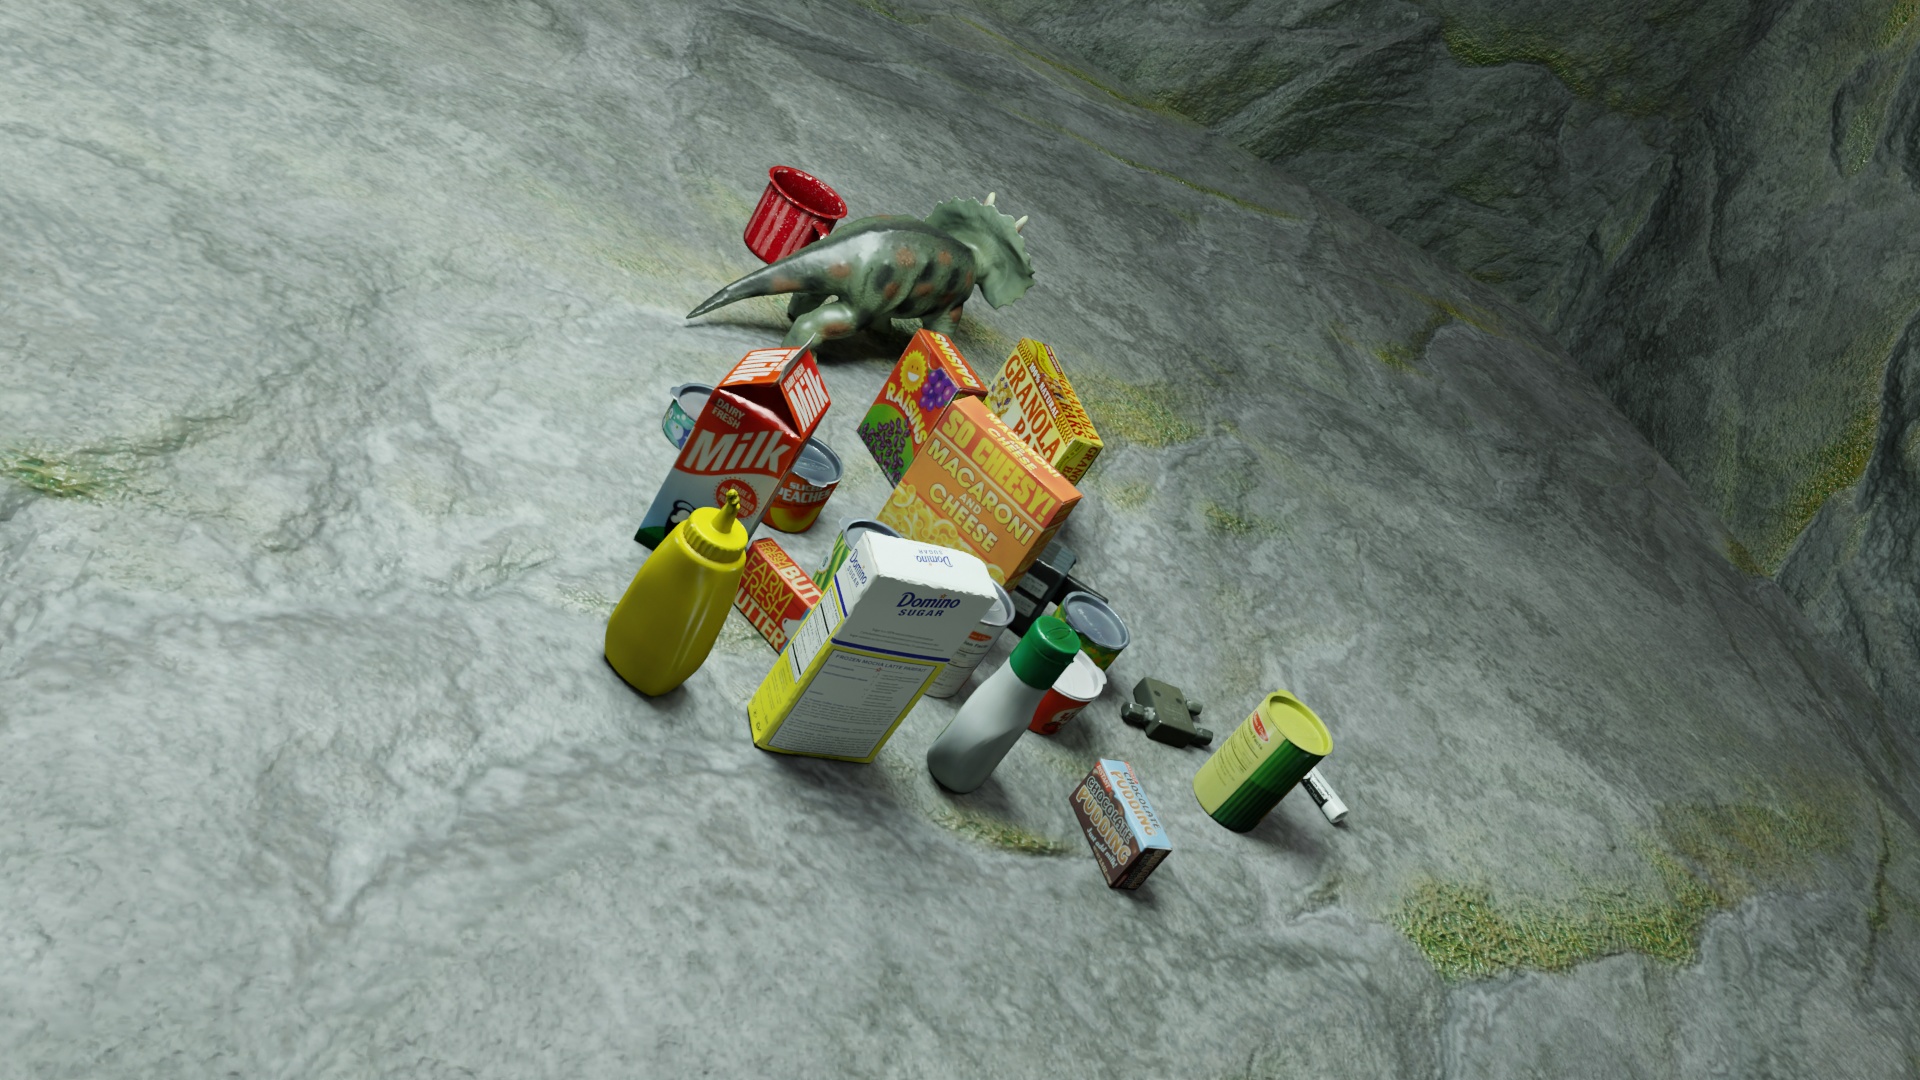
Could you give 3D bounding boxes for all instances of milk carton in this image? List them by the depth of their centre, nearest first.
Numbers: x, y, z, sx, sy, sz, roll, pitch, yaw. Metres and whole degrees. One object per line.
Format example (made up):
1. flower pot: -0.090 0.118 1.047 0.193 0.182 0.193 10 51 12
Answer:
1. milk carton: -0.157 -0.065 1.005 0.073 0.189 0.073 32 29 -5

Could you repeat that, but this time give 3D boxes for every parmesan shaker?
1. parmesan shaker: 0.247 0.181 1.145 0.071 0.102 0.072 26 31 -16

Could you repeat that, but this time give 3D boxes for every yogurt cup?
1. yogurt cup: 0.071 0.118 1.109 0.072 0.053 0.073 26 31 -16

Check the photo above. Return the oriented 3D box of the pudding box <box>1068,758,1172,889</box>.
1. pudding box: 0.118 0.209 1.028 0.030 0.049 0.084 13 36 -34

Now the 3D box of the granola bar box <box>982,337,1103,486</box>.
1. granola bar box: 0.067 -0.100 1.350 0.039 0.123 0.166 16 35 -31

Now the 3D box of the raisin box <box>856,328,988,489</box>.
1. raisin box: -0.037 -0.118 1.272 0.040 0.122 0.086 5 41 -42

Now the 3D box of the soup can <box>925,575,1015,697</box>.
1. soup can: -0.007 0.068 1.071 0.071 0.083 0.072 26 31 -16

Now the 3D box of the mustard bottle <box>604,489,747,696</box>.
1. mustard bottle: -0.172 0.028 0.884 0.065 0.159 0.049 41 30 10

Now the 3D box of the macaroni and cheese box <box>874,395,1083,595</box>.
1. macaroni and cheese box: 0.004 -0.014 1.118 0.124 0.165 0.040 44 30 15

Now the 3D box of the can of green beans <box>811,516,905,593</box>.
1. can of green beans: -0.076 0.025 1.090 0.071 0.057 0.071 26 31 -16

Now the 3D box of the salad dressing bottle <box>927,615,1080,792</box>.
1. salad dressing bottle: 0.031 0.115 0.976 0.064 0.147 0.044 -10 52 -52

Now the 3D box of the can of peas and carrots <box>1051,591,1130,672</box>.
1. can of peas and carrots: 0.099 0.087 1.176 0.071 0.058 0.071 26 31 -16

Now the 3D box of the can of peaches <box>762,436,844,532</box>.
1. can of peaches: -0.137 -0.047 1.132 0.071 0.057 0.071 26 31 -16

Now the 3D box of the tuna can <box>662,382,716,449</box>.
1. tuna can: -0.214 -0.099 1.155 0.071 0.032 0.071 25 31 -16

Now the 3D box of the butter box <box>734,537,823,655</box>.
1. butter box: -0.124 0.051 1.008 0.103 0.053 0.024 46 31 18
